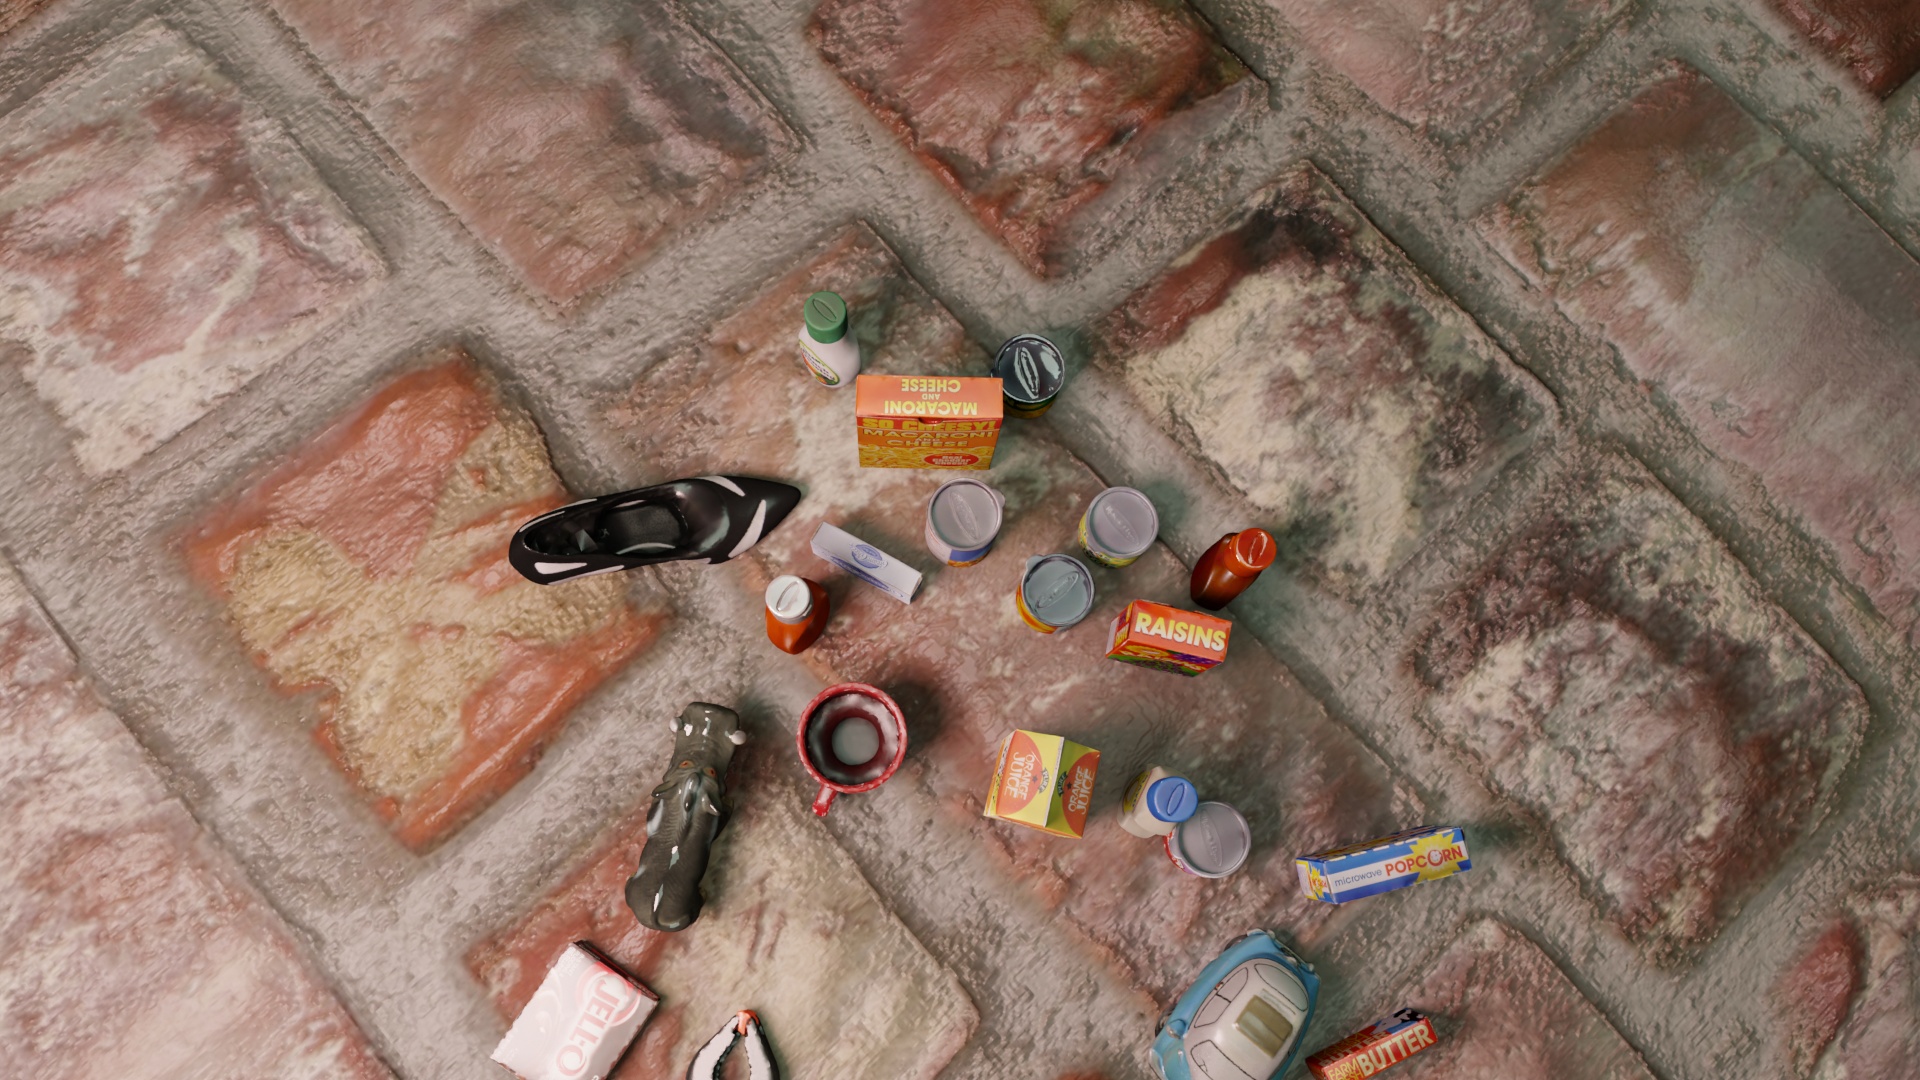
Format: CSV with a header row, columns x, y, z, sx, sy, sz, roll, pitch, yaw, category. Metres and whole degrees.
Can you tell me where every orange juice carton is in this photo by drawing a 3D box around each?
x,y,z,sx,sy,sz,roll,pitch,yaw,category
0.067,0.202,1.150,0.073,0.192,0.072,15,78,0,orange juice carton

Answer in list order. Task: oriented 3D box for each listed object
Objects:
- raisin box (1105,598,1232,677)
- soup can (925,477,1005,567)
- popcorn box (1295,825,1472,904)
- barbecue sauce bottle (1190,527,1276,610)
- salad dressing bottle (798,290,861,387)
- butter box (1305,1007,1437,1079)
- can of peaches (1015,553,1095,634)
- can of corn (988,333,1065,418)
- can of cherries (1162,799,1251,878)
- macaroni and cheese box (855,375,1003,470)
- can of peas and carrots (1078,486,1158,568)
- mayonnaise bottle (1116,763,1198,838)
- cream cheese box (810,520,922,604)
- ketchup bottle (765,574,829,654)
x,y,z,sx,sy,sz,roll,pitch,yaw,category
0.180,0.087,1.216,0.086,0.123,0.040,13,78,0,raisin box
0.004,-0.016,1.249,0.071,0.083,0.071,1,78,-3,soup can
0.364,0.280,1.203,0.127,0.085,0.038,-13,79,-5,popcorn box
0.240,0.021,1.220,0.044,0.148,0.065,23,78,2,barbecue sauce bottle
-0.118,-0.181,1.245,0.064,0.147,0.044,45,80,6,salad dressing bottle
0.350,0.435,1.186,0.104,0.053,0.024,-23,81,-7,butter box
0.083,0.047,1.252,0.071,0.058,0.071,1,78,-3,can of peaches
0.059,-0.151,1.293,0.071,0.058,0.071,1,78,-3,can of corn
0.212,0.260,1.213,0.071,0.058,0.071,1,78,-3,can of cherries
-0.029,-0.101,1.223,0.124,0.166,0.040,1,79,-3,macaroni and cheese box
0.141,-0.009,1.267,0.071,0.058,0.071,1,78,-3,can of peas and carrots
0.168,0.219,1.174,0.041,0.148,0.065,27,78,3,mayonnaise bottle
-0.084,0.021,1.252,0.104,0.053,0.024,28,79,3,cream cheese box
-0.142,0.060,1.192,0.043,0.148,0.065,32,79,4,ketchup bottle
